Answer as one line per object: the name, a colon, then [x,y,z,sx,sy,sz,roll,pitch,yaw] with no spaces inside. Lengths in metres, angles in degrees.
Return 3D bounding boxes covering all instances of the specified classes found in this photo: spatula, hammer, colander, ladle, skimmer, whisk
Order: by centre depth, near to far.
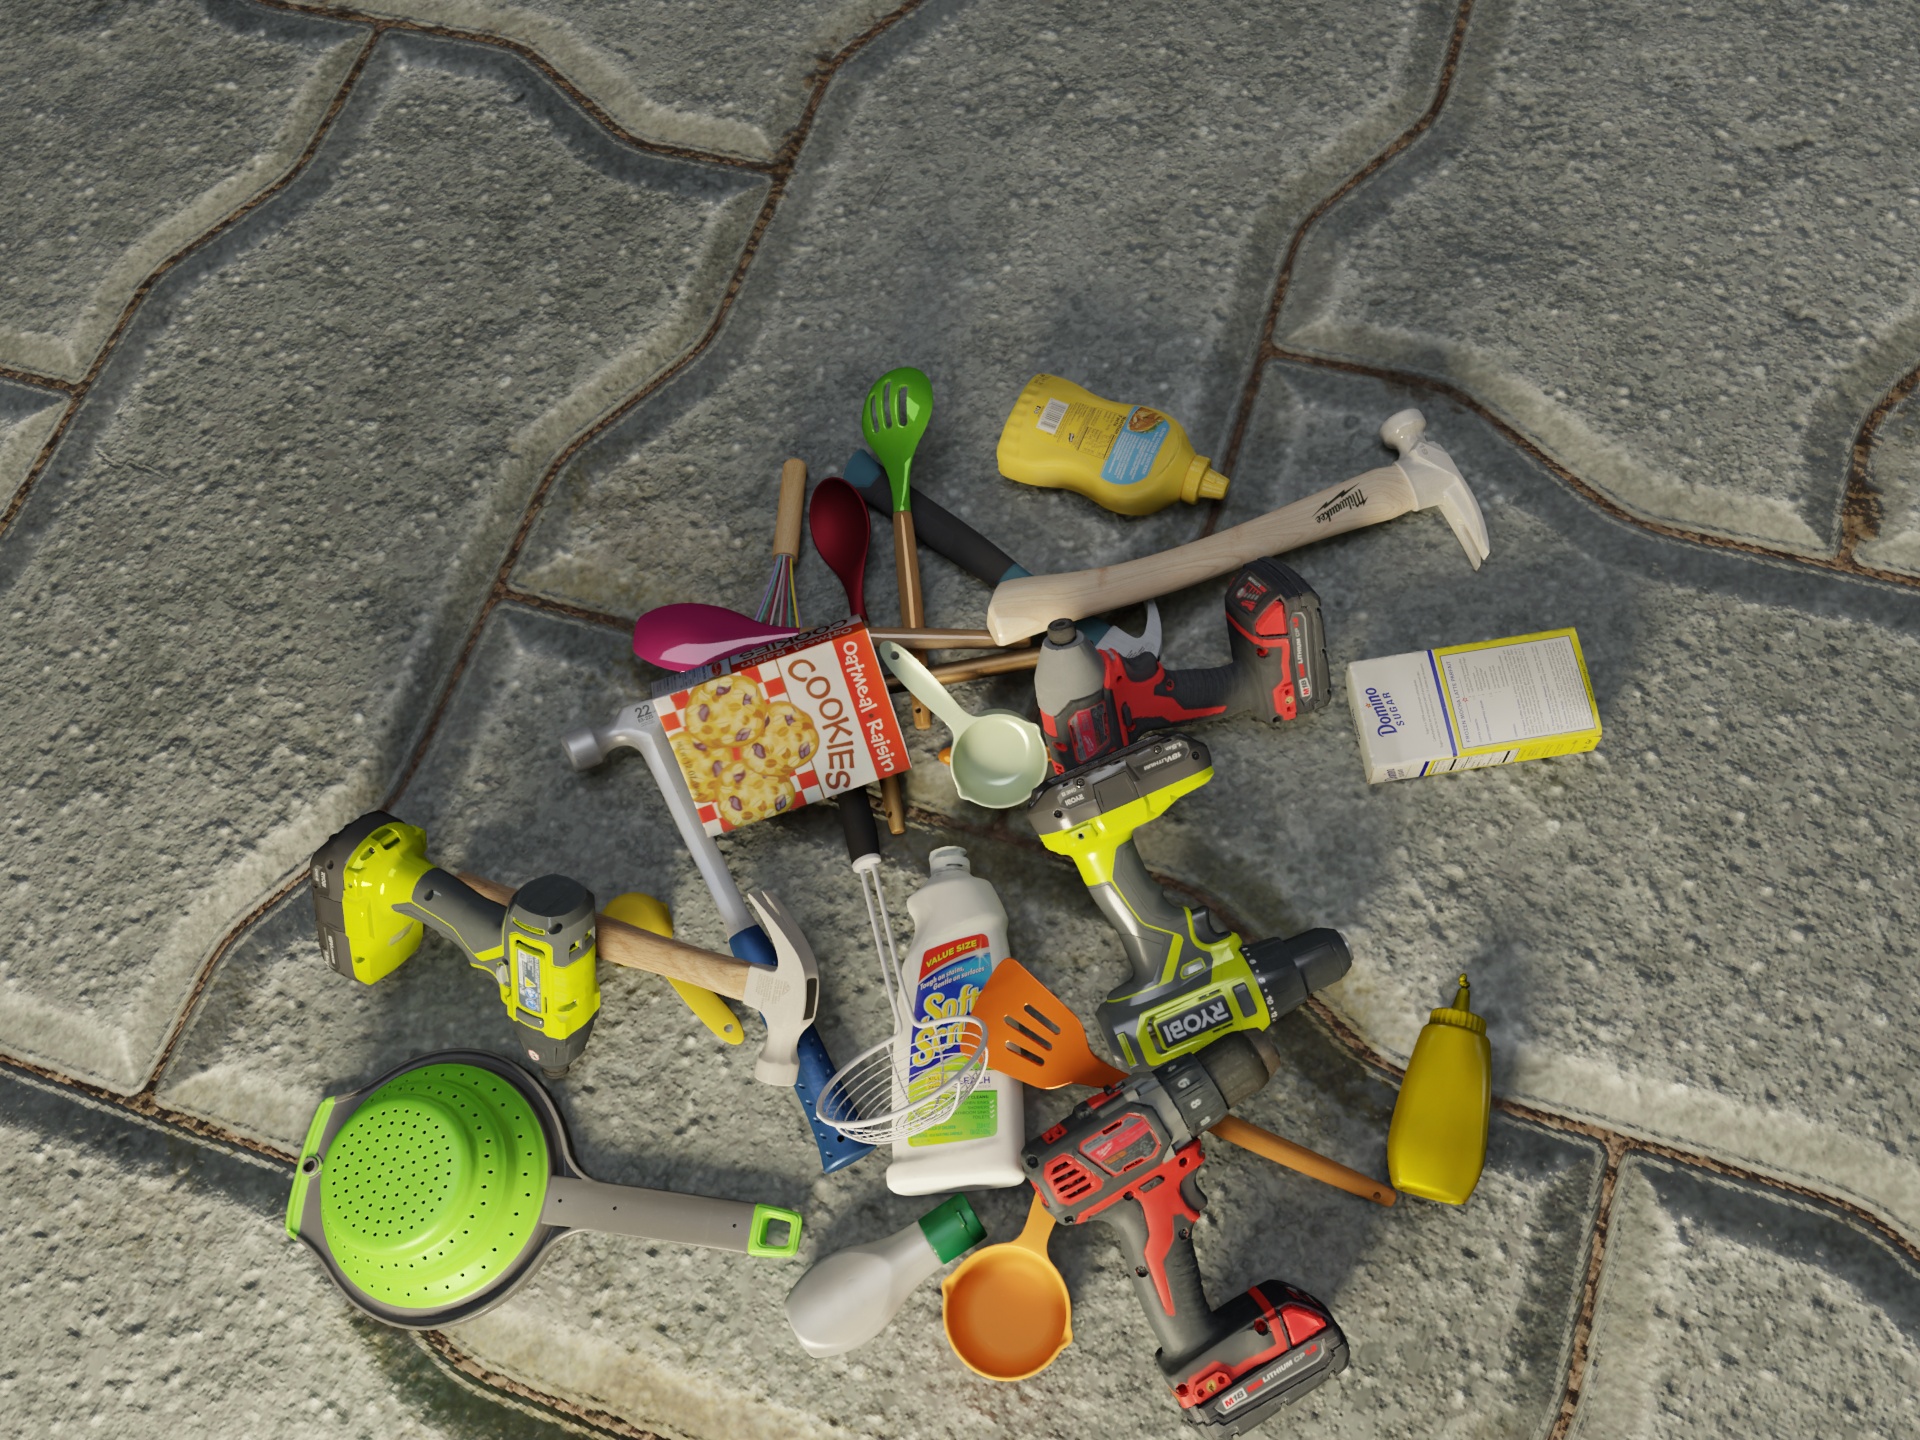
spatula: [0.158,0.268,1.116,0.322,0.041,0.081,24,100,-4]
colander: [-0.314,0.341,1.146,0.397,0.094,0.205,5,69,9]
skimmer: [-0.067,0.140,1.156,0.127,0.090,0.364,-23,51,9]
hammer: [-0.254,0.167,1.207,0.331,0.031,0.130,13,92,23]
hammer: [-0.167,0.152,1.231,0.144,0.035,0.406,-24,69,-15]
ladle: [-0.051,-0.028,1.251,0.320,0.062,0.078,-10,98,-1]
hammer: [0.220,-0.130,1.279,0.410,0.038,0.146,-19,68,-9]
ladle: [-0.078,-0.057,1.314,0.069,0.031,0.316,-29,64,41]
hammer: [0.028,-0.127,1.330,0.331,0.033,0.128,37,77,19]
whisk: [-0.154,-0.118,1.342,0.047,0.051,0.245,-24,53,41]

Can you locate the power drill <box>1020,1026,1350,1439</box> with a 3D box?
power drill: [0.170,0.334,1.060,0.188,0.080,0.227,-30,88,-6]

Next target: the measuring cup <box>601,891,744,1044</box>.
measuring cup: [-0.222,0.192,1.230,0.062,0.029,0.157,-44,67,-11]

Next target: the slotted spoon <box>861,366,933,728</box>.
slotted spoon: [-0.044,-0.148,1.319,0.070,0.031,0.314,-11,79,27]

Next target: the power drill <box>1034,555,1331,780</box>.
power drill: [0.163,-0.039,1.212,0.219,0.143,0.079,-20,31,-8]

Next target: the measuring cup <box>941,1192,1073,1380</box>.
measuring cup: [0.050,0.373,1.114,0.095,0.052,0.174,19,70,14]

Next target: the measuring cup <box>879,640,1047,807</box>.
measuring cup: [-0.002,-0.004,1.243,0.083,0.038,0.167,-43,99,8]

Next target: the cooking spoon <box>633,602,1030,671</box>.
cooking spoon: [-0.103,-0.067,1.276,0.319,0.017,0.069,1,57,0]

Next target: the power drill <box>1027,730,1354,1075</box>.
power drill: [0.164,0.127,1.156,0.190,0.080,0.228,-23,92,-2]

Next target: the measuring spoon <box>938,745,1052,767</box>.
measuring spoon: [0.040,0.026,1.277,0.117,0.011,0.021,-2,68,6]

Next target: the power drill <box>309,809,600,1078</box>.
power drill: [-0.374,0.170,1.198,0.223,0.171,0.080,20,33,19]
